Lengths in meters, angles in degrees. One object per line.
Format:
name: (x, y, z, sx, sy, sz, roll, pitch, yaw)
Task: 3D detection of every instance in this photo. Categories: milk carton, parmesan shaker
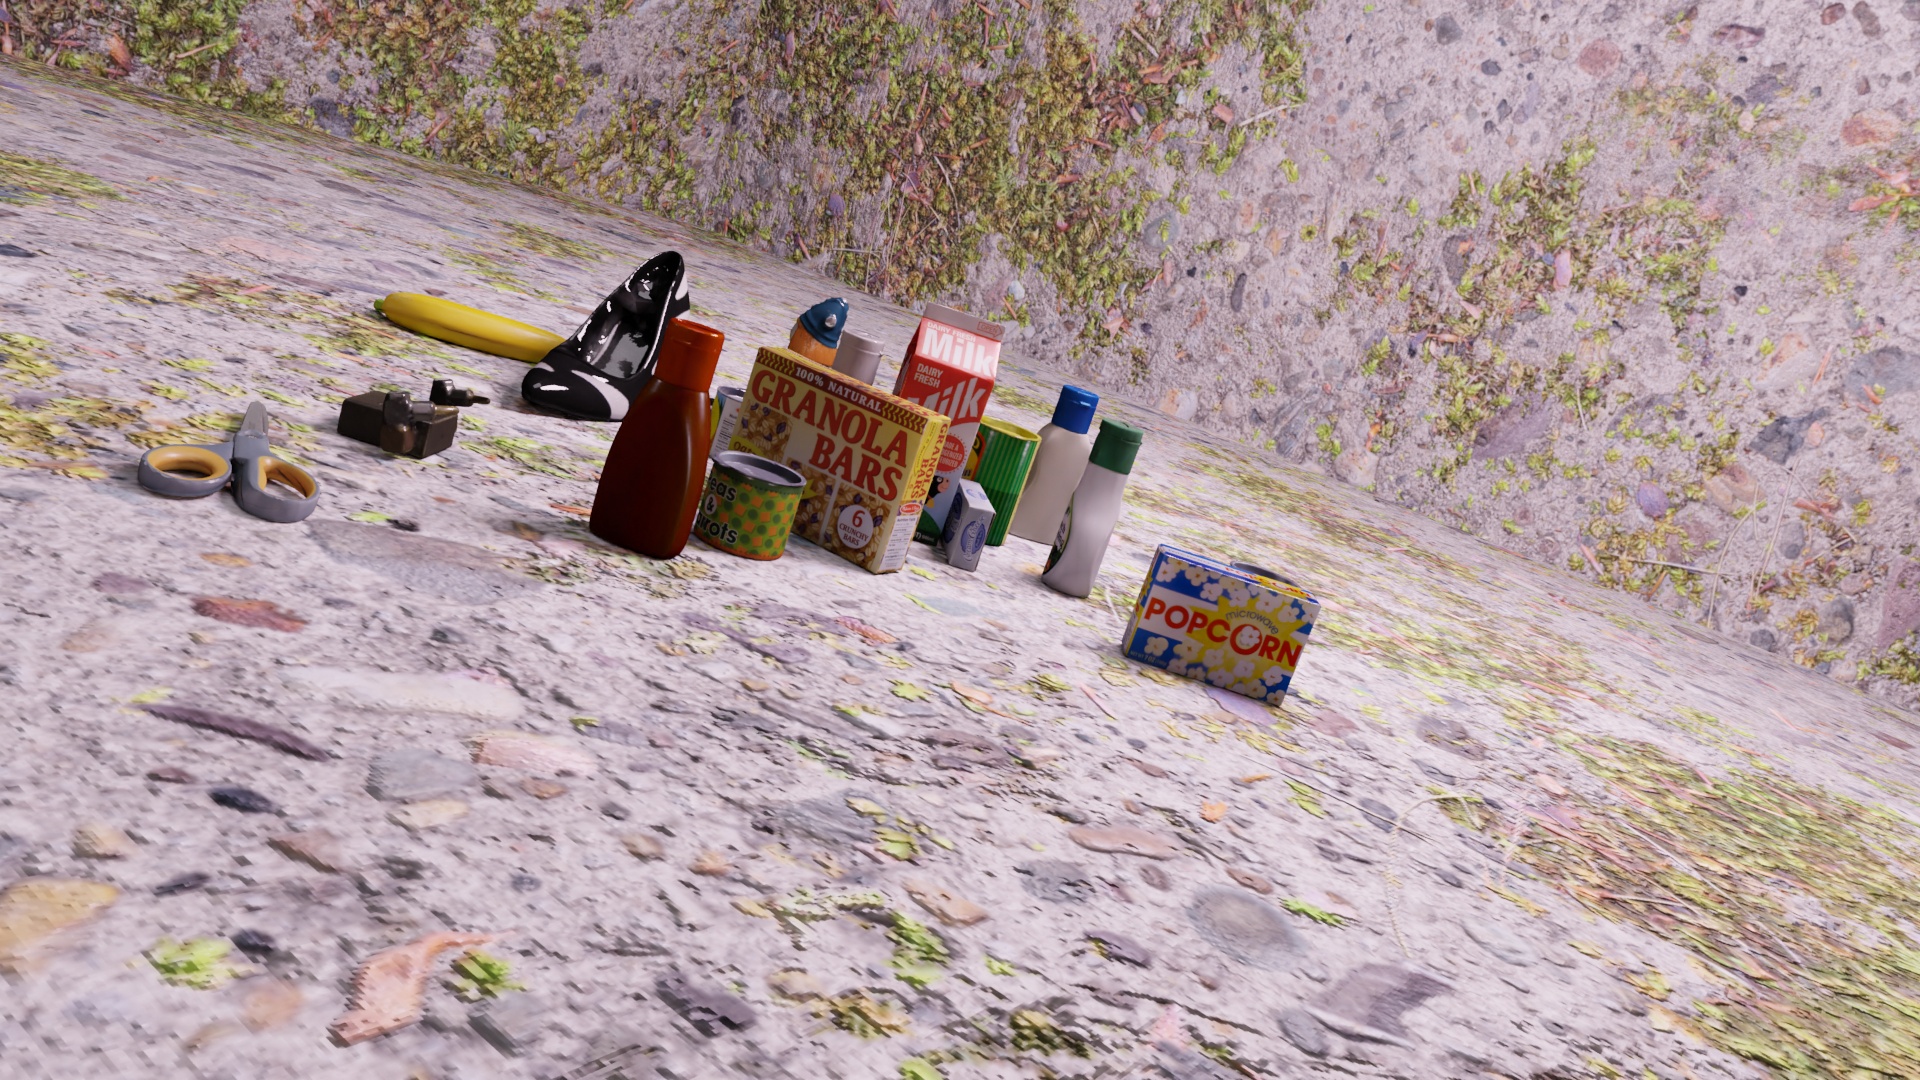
milk carton: (-0.025, -0.100, 1.166, 0.072, 0.190, 0.073, 17, 12, -10)
parmesan shaker: (0.025, -0.053, 1.240, 0.071, 0.102, 0.071, 18, 12, -4)

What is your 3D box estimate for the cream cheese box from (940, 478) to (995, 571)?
cream cheese box: (0.004, -0.015, 1.161, 0.024, 0.053, 0.104, 17, 13, -11)

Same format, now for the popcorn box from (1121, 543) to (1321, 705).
popcorn box: (0.194, 0.063, 1.039, 0.127, 0.085, 0.038, 18, 12, -4)

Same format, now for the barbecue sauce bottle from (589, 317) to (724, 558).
barbecue sauce bottle: (-0.189, -0.066, 0.889, 0.065, 0.148, 0.044, 21, 12, 9)

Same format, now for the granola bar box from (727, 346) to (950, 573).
granola bar box: (-0.099, -0.063, 1.058, 0.166, 0.124, 0.039, 25, 14, 27)

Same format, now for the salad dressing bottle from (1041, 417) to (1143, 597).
salad dressing bottle: (0.111, -0.028, 1.157, 0.044, 0.147, 0.064, 19, 12, -1)

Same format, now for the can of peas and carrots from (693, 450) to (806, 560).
can of peas and carrots: (-0.150, -0.025, 0.973, 0.071, 0.058, 0.071, 18, 13, -4)

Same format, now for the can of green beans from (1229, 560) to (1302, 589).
can of green beans: (0.258, 0.057, 1.216, 0.071, 0.057, 0.071, 18, 13, -4)

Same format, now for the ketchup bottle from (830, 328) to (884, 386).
ketchup bottle: (-0.101, -0.099, 1.150, 0.043, 0.148, 0.065, 20, 12, 6)

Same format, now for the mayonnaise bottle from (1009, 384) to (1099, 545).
mayonnaise bottle: (0.090, -0.072, 1.309, 0.065, 0.147, 0.041, 14, 13, -20)

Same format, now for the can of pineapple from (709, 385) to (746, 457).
can of pineapple: (-0.190, -0.099, 1.227, 0.071, 0.057, 0.071, 18, 13, -4)
